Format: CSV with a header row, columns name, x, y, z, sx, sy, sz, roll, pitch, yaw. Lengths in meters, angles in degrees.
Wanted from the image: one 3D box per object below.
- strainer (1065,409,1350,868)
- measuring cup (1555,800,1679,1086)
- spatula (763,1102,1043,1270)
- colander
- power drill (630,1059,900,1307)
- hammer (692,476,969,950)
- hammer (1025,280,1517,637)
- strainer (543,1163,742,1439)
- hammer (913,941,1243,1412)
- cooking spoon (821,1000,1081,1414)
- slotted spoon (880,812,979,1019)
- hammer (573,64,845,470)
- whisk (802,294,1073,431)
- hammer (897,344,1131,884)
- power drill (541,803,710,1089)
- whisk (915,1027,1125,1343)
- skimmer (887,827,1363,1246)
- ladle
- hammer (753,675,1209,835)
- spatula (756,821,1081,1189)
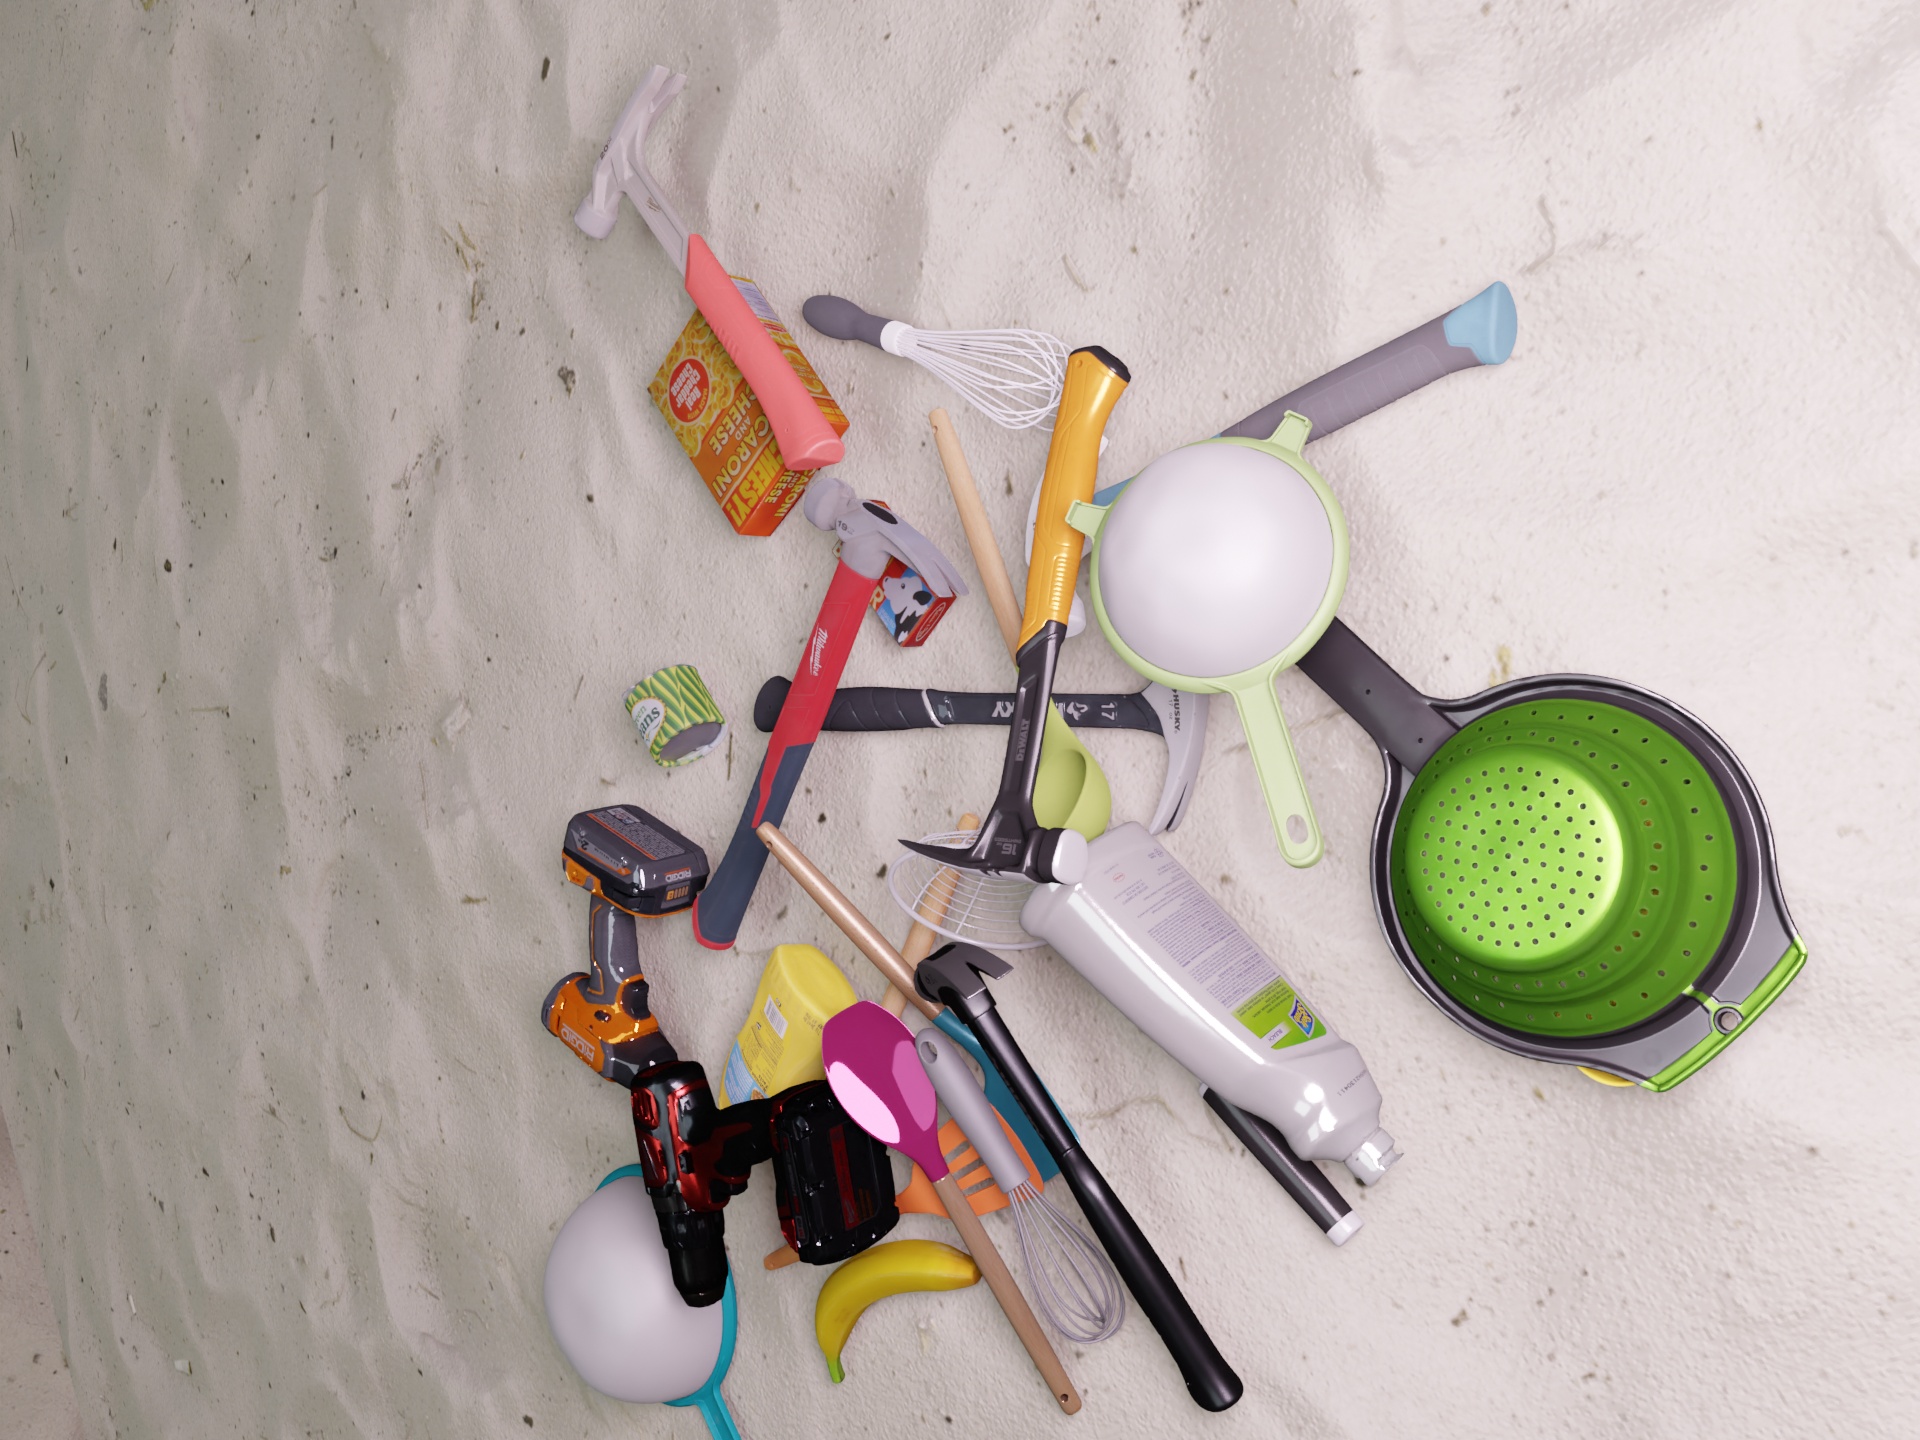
name,x,y,z,sx,sy,sz,roll,pitch,yaw
strainer,0.145,-0.046,0.861,0.151,0.069,0.256,-20,70,20
measuring cup,0.354,0.112,0.831,0.062,0.029,0.156,9,87,39
spatula,-0.061,0.368,1.193,0.081,0.041,0.322,55,135,4
colander,0.248,0.019,0.848,0.204,0.094,0.397,-52,56,18
power drill,-0.154,0.349,1.178,0.227,0.080,0.188,-9,90,41
hammer,-0.115,0.024,1.178,0.143,0.038,0.386,39,119,30
hammer,0.172,-0.164,0.944,0.331,0.033,0.128,-23,62,36
strainer,-0.262,0.547,1.345,0.211,0.095,0.341,-50,61,31
hammer,0.077,0.288,1.015,0.335,0.035,0.146,57,163,6
cooking spoon,-0.001,0.339,1.102,0.069,0.017,0.319,-30,88,1
slotted spoon,-0.046,0.206,1.178,0.070,0.031,0.313,45,120,50
hammer,-0.181,-0.330,1.201,0.149,0.036,0.359,-49,61,30
whisk,-0.023,-0.259,1.109,0.285,0.070,0.070,29,111,41
hammer,0.048,-0.069,0.975,0.127,0.034,0.337,2,76,42
power drill,-0.278,0.203,1.348,0.164,0.084,0.226,27,114,36
whisk,0.035,0.313,1.076,0.055,0.055,0.239,-38,80,36
skimmer,0.097,0.202,1.013,0.364,0.090,0.127,46,153,26
ladle,0.024,-0.060,1.032,0.078,0.062,0.320,-35,69,50
hammer,-0.002,-0.004,1.121,0.409,0.036,0.149,1,94,42
spatula,-0.038,0.193,1.121,0.317,0.044,0.082,46,128,3
